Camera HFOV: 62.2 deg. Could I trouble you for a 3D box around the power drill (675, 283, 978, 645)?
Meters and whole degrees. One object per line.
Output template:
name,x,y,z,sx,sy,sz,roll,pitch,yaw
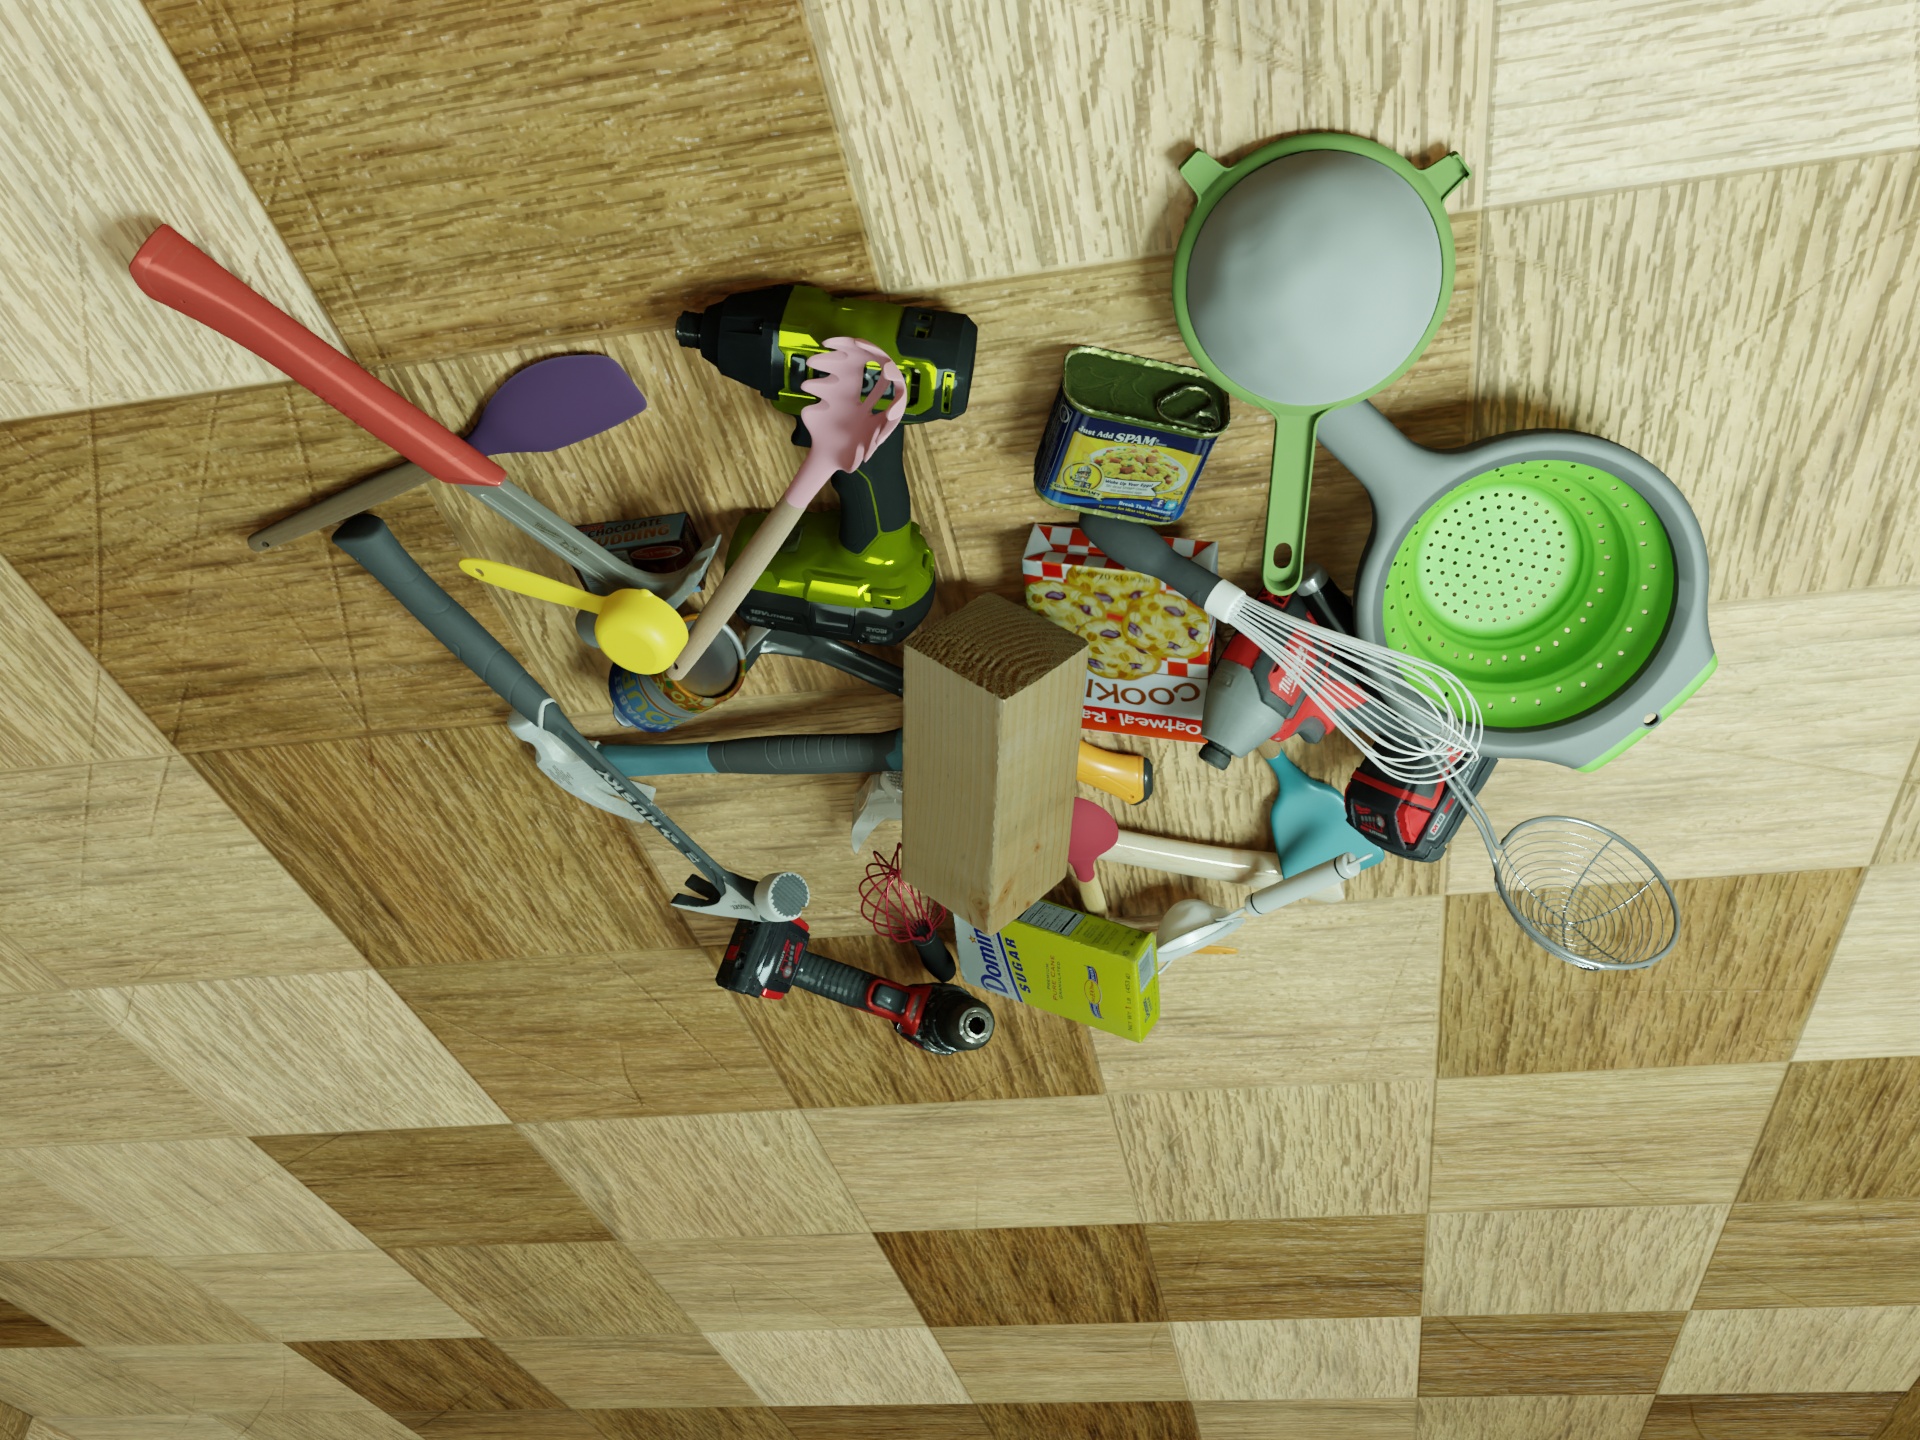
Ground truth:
power drill,-0.085,-0.157,0.973,0.171,0.080,0.223,9,137,2

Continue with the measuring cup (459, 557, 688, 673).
measuring cup,-0.251,-0.069,1.012,0.156,0.029,0.062,18,143,3

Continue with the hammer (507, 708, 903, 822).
hammer,-0.171,0.027,1.191,0.331,0.033,0.128,-2,142,22

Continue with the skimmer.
skimmer,0.349,0.026,1.046,0.090,0.127,0.363,-21,119,41

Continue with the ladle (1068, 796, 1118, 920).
ladle,0.101,0.130,1.276,0.069,0.031,0.315,3,157,12

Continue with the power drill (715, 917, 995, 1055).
power drill,-0.084,0.229,1.359,0.226,0.080,0.188,23,167,-12

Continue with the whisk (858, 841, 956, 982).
whisk,-0.035,0.173,1.337,0.073,0.073,0.295,-2,156,7

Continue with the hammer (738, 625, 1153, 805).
hammer,-0.002,-0.004,1.173,0.336,0.034,0.127,23,142,-23

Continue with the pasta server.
pasta server,-0.115,-0.113,0.945,0.060,0.040,0.316,50,133,6

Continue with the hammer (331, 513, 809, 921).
hammer,-0.284,0.008,1.138,0.408,0.036,0.149,48,148,-22

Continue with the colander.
colander,0.280,-0.138,0.964,0.397,0.095,0.204,40,110,-13

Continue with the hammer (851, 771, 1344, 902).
hammer,0.116,0.102,1.284,0.410,0.038,0.146,12,153,-14

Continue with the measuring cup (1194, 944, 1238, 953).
measuring cup,0.156,0.222,1.393,0.173,0.052,0.095,-3,156,22

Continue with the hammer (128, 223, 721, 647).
hammer,-0.320,-0.172,0.960,0.358,0.037,0.149,37,142,-24

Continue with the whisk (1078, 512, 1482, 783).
whisk,0.186,-0.055,0.955,0.285,0.070,0.070,35,144,20

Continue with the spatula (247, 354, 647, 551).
spatula,-0.342,-0.166,1.023,0.316,0.018,0.059,-18,133,22

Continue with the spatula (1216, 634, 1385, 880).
spatula,0.224,0.015,1.176,0.082,0.044,0.317,-20,133,21

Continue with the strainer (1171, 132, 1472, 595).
strainer,0.187,-0.179,0.860,0.151,0.069,0.256,2,117,4

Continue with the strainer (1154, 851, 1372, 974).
strainer,0.232,0.147,1.273,0.086,0.050,0.258,-5,161,-39

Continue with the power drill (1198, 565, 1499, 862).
power drill,0.261,0.005,1.092,0.219,0.079,0.143,32,88,-29
